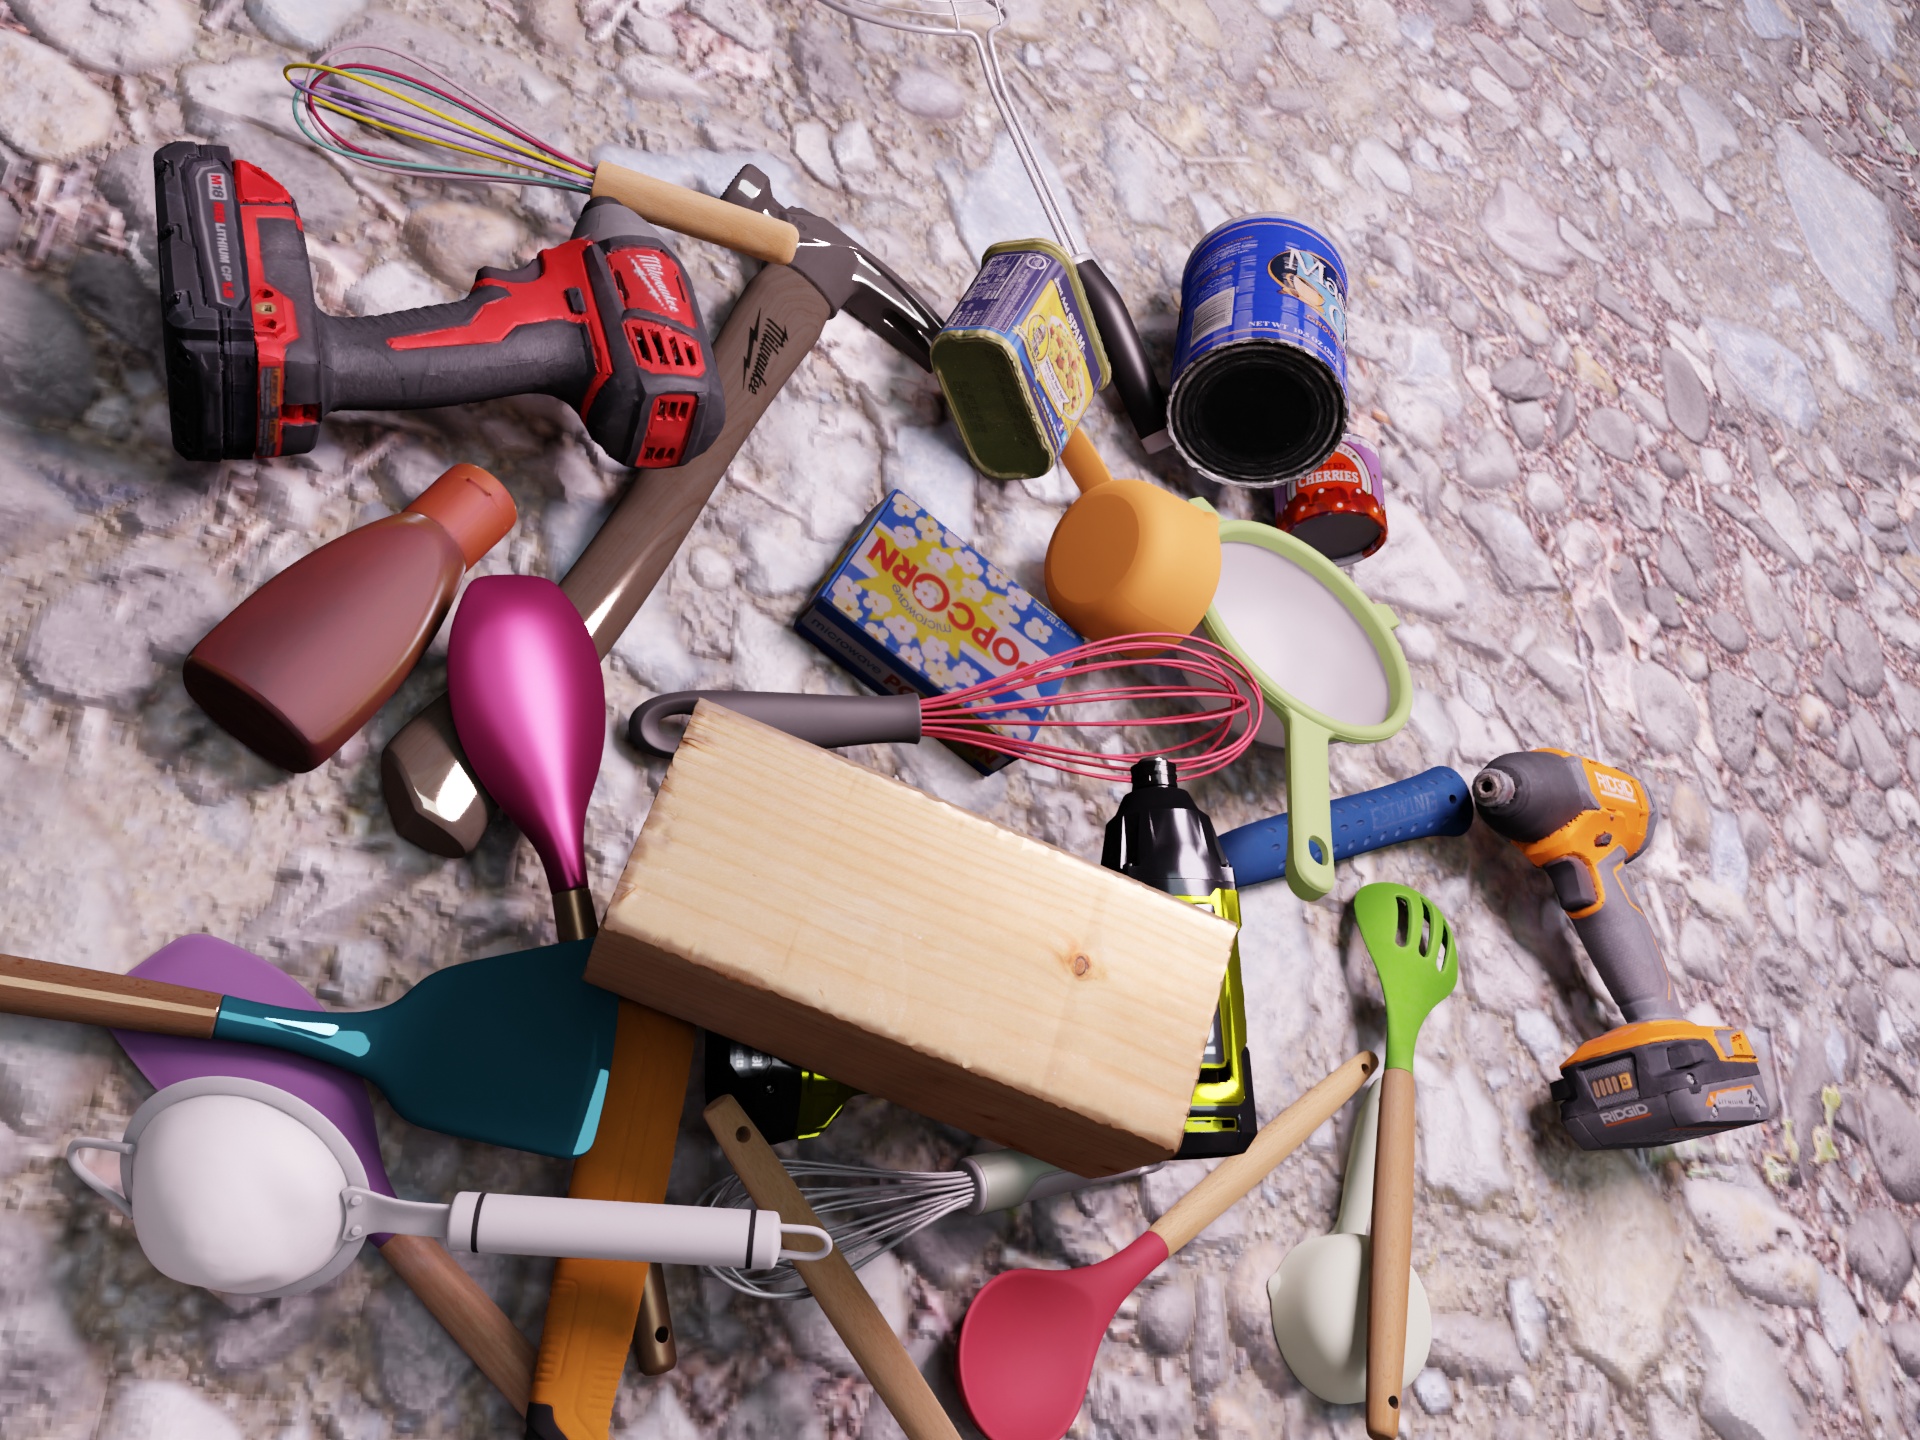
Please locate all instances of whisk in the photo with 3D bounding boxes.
[{"bbox_3d":[-0.002,0.199,0.673,0.246,0.057,0.059,0,37,-37],"label":"whisk"},{"bbox_3d":[-0.001,-0.002,0.728,0.295,0.073,0.073,-2,67,-12],"label":"whisk"},{"bbox_3d":[-0.196,-0.264,0.757,0.245,0.047,0.051,15,57,-14],"label":"whisk"}]

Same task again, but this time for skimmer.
[{"bbox_3d":[0.025,-0.318,0.958,0.127,0.090,0.363,-28,94,-41],"label":"skimmer"}]

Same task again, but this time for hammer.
[{"bbox_3d":[-0.126,0.230,0.558,0.127,0.034,0.337,15,66,-19],"label":"hammer"},{"bbox_3d":[-0.130,-0.100,0.747,0.146,0.038,0.411,35,53,-14],"label":"hammer"},{"bbox_3d":[0.123,0.071,0.821,0.405,0.035,0.144,-10,73,-35],"label":"hammer"}]

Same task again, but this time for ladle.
[{"bbox_3d":[-0.001,0.273,0.594,0.078,0.062,0.320,-37,100,-35],"label":"ladle"},{"bbox_3d":[0.107,0.229,0.739,0.315,0.031,0.069,-25,86,-40],"label":"ladle"}]

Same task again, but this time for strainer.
[{"bbox_3d":[0.165,0.003,0.840,0.151,0.069,0.257,27,43,-17],"label":"strainer"},{"bbox_3d":[-0.171,0.165,0.524,0.258,0.086,0.050,5,20,-5],"label":"strainer"}]

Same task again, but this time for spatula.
[{"bbox_3d":[-0.185,0.202,0.573,0.316,0.018,0.060,49,52,-1],"label":"spatula"},{"bbox_3d":[-0.279,0.092,0.539,0.317,0.044,0.082,13,61,-20],"label":"spatula"}]

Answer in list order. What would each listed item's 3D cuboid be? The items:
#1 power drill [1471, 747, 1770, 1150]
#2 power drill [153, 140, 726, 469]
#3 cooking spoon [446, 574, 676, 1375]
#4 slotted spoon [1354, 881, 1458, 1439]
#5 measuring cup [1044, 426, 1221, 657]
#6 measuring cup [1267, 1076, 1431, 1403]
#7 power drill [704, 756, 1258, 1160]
[{"bbox_3d":[0.362,0.122,0.904,0.164,0.084,0.227,13,58,-42],"label":"power drill"},{"bbox_3d":[-0.218,-0.176,0.677,0.219,0.078,0.143,-4,58,-27],"label":"power drill"},{"bbox_3d":[-0.148,0.092,0.626,0.068,0.017,0.319,-4,77,-42],"label":"cooking spoon"},{"bbox_3d":[0.218,0.200,0.790,0.070,0.031,0.314,30,46,-12],"label":"slotted spoon"},{"bbox_3d":[0.071,-0.112,0.850,0.052,0.095,0.174,18,36,-44],"label":"measuring cup"},{"bbox_3d":[0.204,0.248,0.780,0.083,0.038,0.168,33,56,-15],"label":"measuring cup"},{"bbox_3d":[0.008,0.096,0.665,0.223,0.080,0.171,2,70,-13],"label":"power drill"}]
